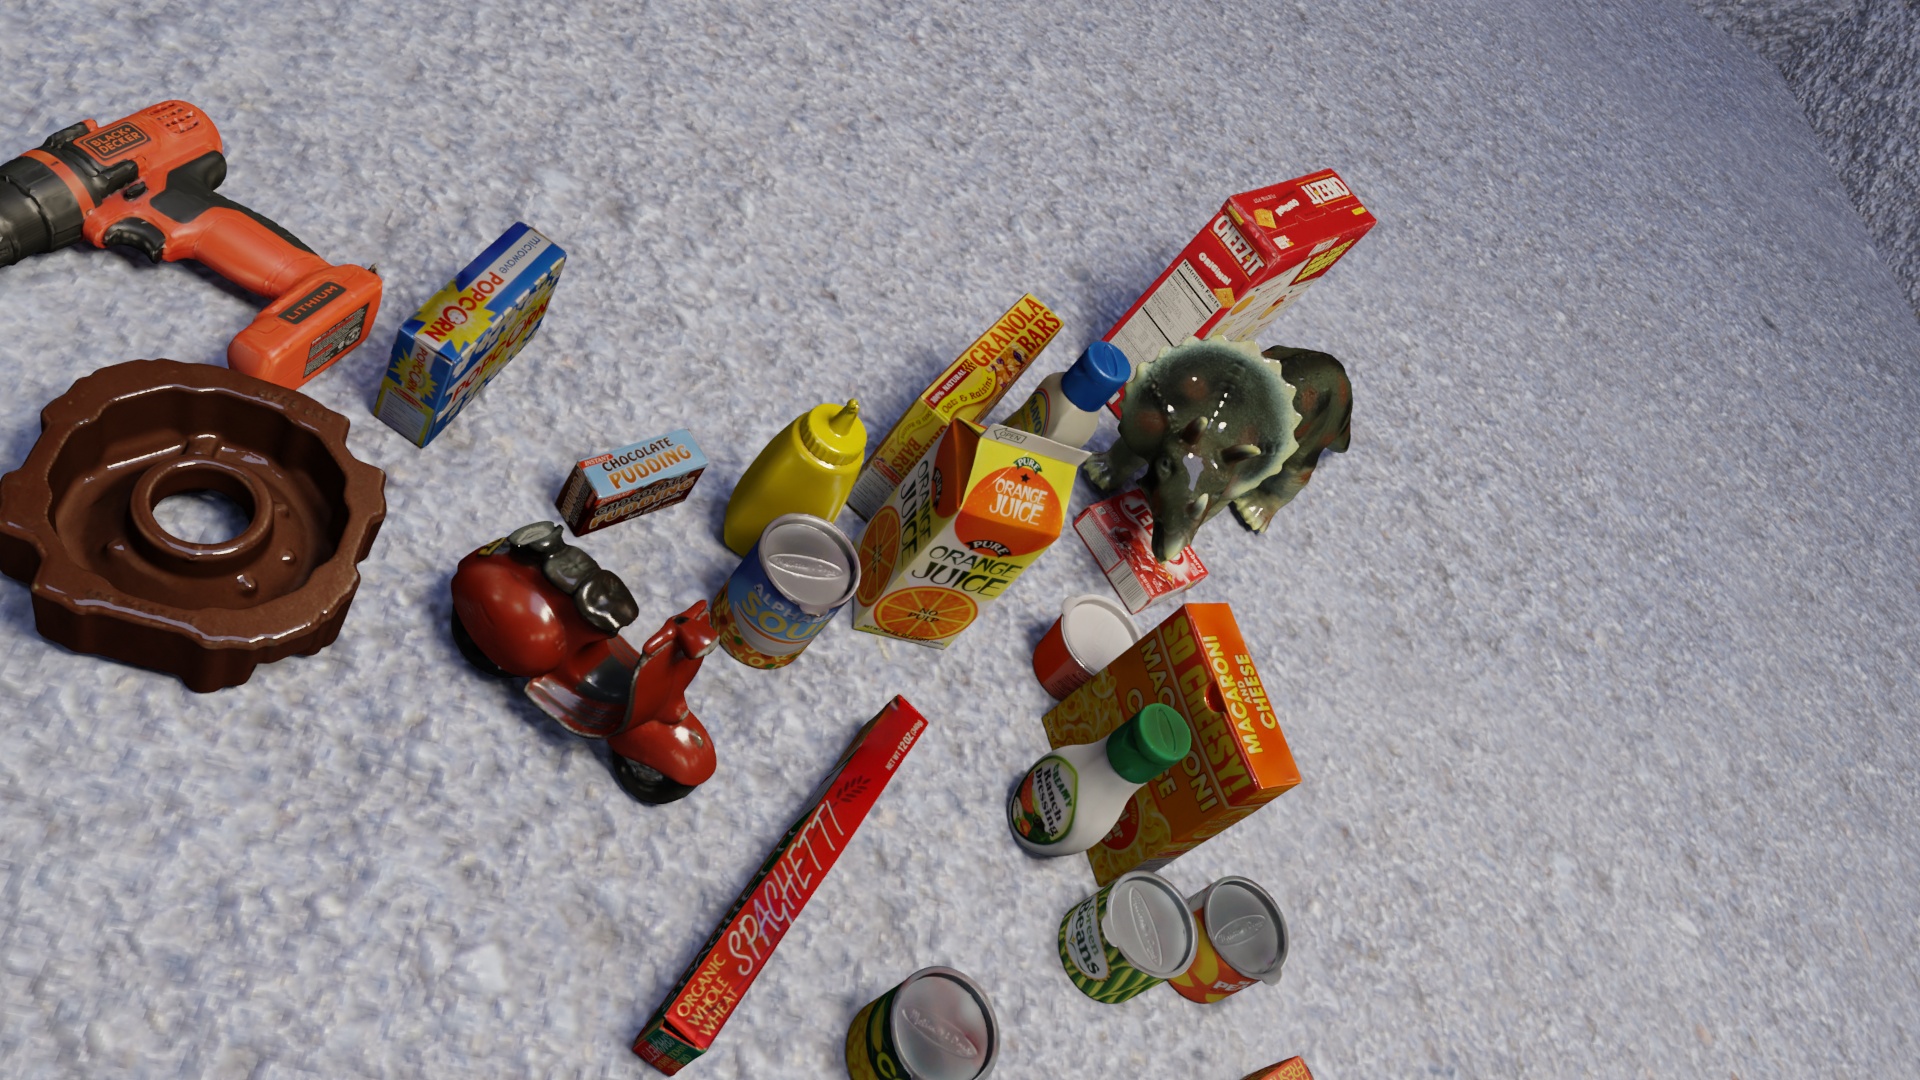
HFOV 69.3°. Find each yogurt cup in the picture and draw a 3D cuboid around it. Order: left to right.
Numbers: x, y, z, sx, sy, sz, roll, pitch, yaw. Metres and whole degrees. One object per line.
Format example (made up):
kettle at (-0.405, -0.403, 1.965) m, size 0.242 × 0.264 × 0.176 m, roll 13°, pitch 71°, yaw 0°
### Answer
yogurt cup at (0.087, 0.079, 0.972) m, size 0.072 × 0.053 × 0.073 m, roll 18°, pitch 50°, yaw -23°

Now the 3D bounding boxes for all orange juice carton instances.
orange juice carton at (0.003, -0.011, 0.884) m, size 0.072 × 0.191 × 0.073 m, roll 15°, pitch 51°, yaw -25°

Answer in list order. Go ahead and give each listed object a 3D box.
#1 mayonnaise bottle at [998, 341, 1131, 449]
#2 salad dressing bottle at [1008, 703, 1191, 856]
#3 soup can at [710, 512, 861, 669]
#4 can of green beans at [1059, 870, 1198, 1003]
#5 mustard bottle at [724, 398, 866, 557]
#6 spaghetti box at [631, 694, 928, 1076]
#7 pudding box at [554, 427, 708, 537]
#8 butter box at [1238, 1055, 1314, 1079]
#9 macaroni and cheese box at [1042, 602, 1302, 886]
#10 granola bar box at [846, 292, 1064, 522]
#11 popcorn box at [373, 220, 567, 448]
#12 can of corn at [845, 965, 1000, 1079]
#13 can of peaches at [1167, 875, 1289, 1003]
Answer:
mayonnaise bottle at (0.069, -0.088, 1.016) m, size 0.041 × 0.147 × 0.065 m, roll 11°, pitch 53°, yaw -28°
salad dressing bottle at (0.084, 0.147, 0.854) m, size 0.044 × 0.147 × 0.064 m, roll 6°, pitch 55°, yaw -31°
soup can at (-0.108, 0.035, 0.852) m, size 0.071 × 0.083 × 0.072 m, roll 18°, pitch 50°, yaw -23°
can of green beans at (0.103, 0.245, 0.857) m, size 0.071 × 0.057 × 0.071 m, roll 18°, pitch 50°, yaw -23°
mustard bottle at (-0.095, -0.041, 0.863) m, size 0.065 × 0.159 × 0.049 m, roll 24°, pitch 48°, yaw -18°
spaghetti box at (-0.094, 0.184, 0.775) m, size 0.028 × 0.050 × 0.251 m, roll 40°, pitch 45°, yaw -3°
pudding box at (-0.204, -0.037, 0.864) m, size 0.084 × 0.049 × 0.030 m, roll -23°, pitch 73°, yaw -42°
butter box at (0.162, 0.344, 0.828) m, size 0.104 × 0.053 × 0.024 m, roll -14°, pitch 67°, yaw -40°
macaroni and cheese box at (0.127, 0.132, 0.881) m, size 0.040 × 0.165 × 0.124 m, roll 1°, pitch 58°, yaw -34°
granola bar box at (-0.005, -0.094, 0.987) m, size 0.039 × 0.123 × 0.166 m, roll 42°, pitch 45°, yaw -1°
popcorn box at (-0.296, -0.126, 0.843) m, size 0.038 × 0.084 × 0.127 m, roll 35°, pitch 46°, yaw -8°
can of corn at (-0.022, 0.274, 0.752) m, size 0.071 × 0.058 × 0.071 m, roll 18°, pitch 50°, yaw -23°
can of peaches at (0.168, 0.259, 0.891) m, size 0.071 × 0.057 × 0.071 m, roll 18°, pitch 50°, yaw -23°
